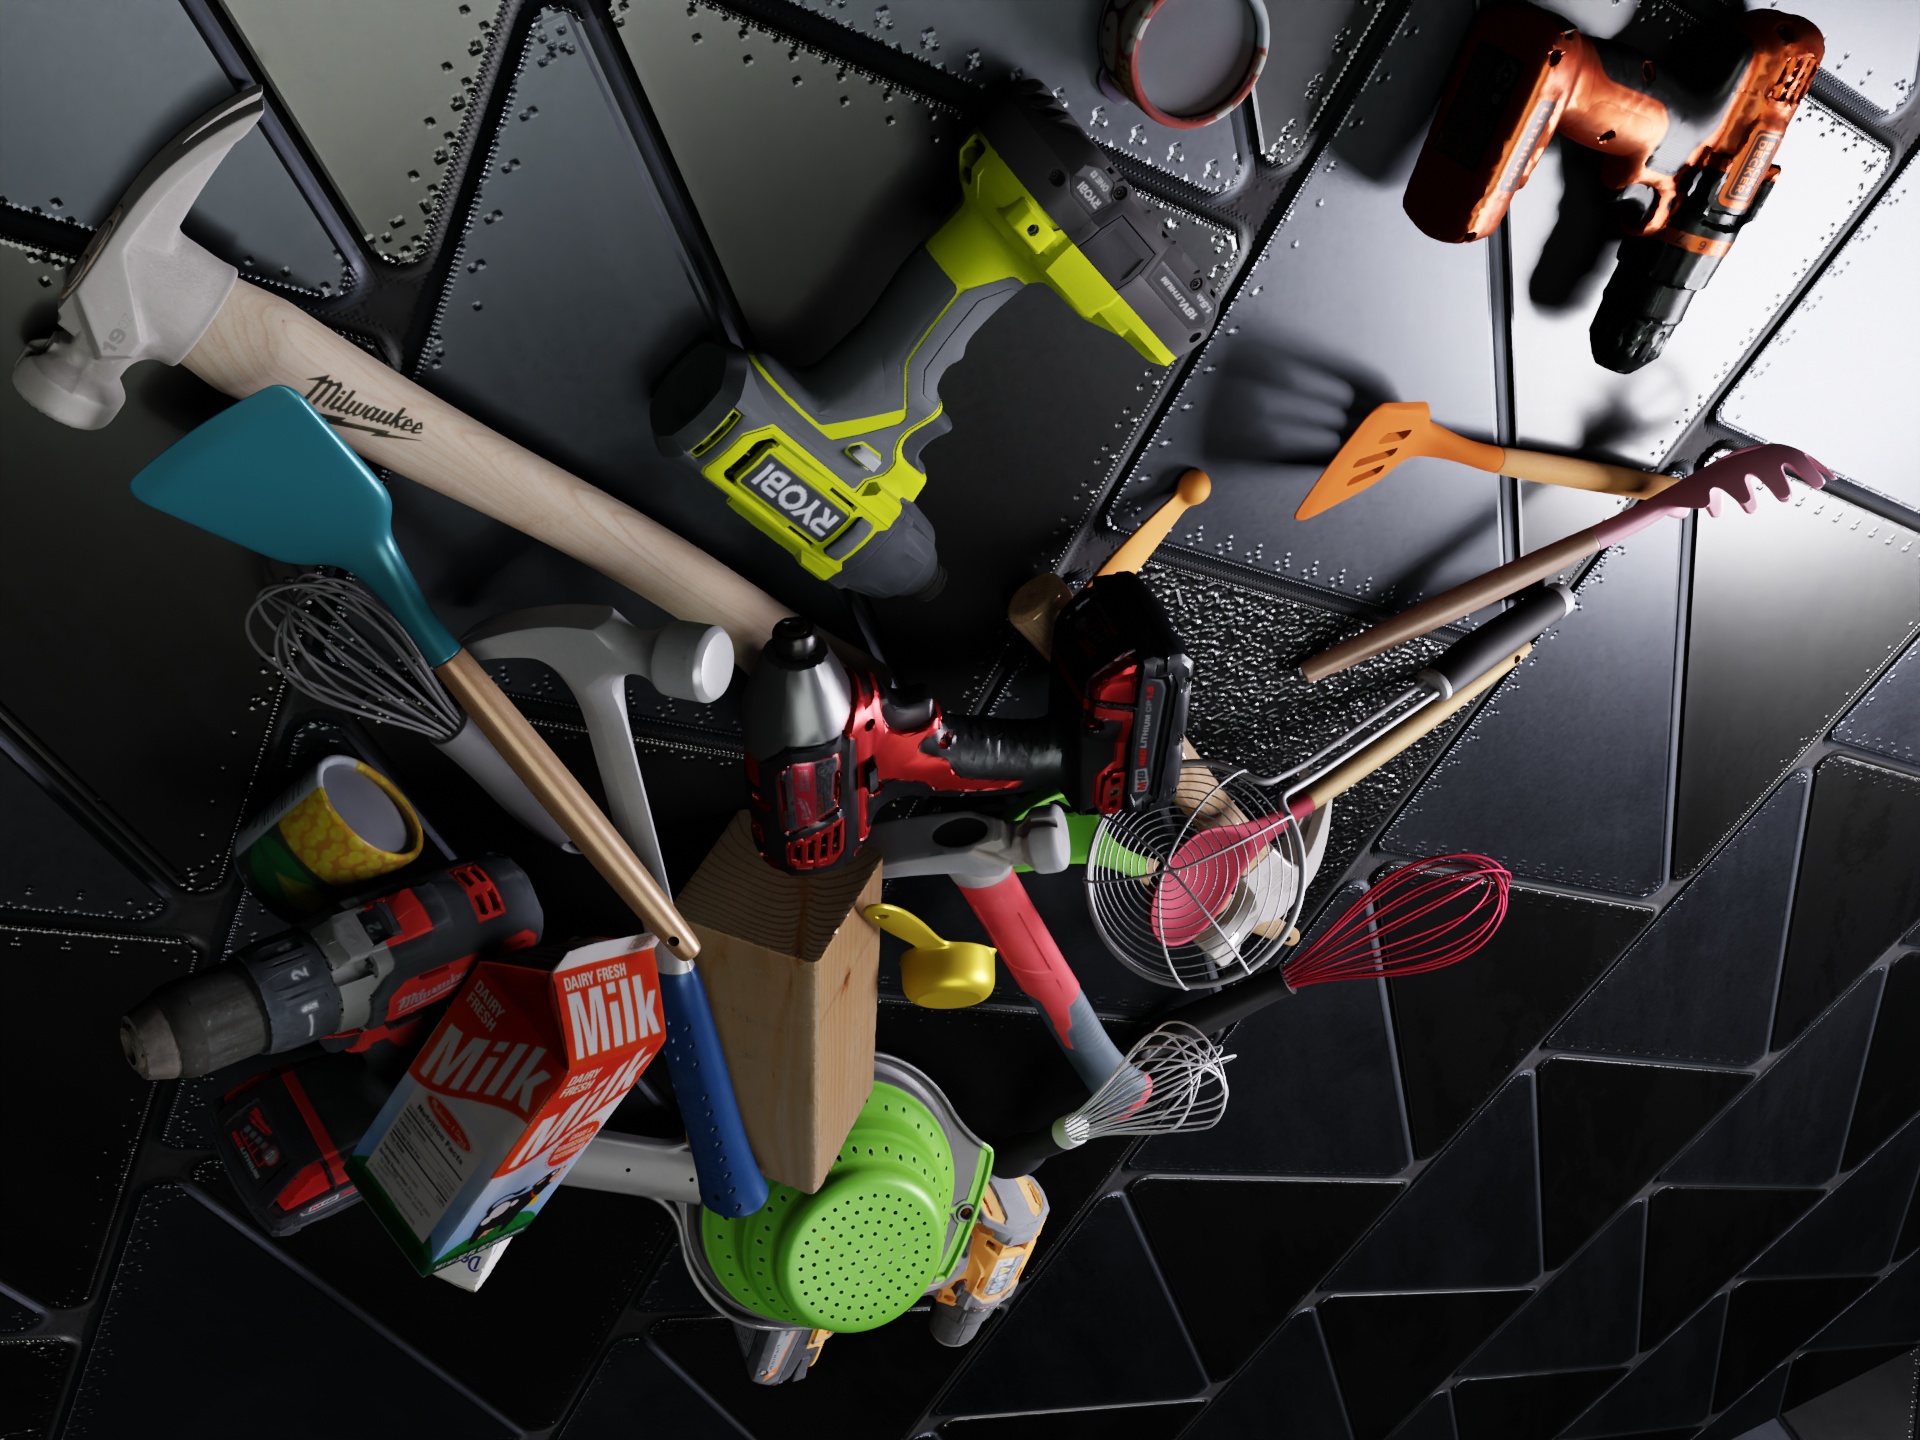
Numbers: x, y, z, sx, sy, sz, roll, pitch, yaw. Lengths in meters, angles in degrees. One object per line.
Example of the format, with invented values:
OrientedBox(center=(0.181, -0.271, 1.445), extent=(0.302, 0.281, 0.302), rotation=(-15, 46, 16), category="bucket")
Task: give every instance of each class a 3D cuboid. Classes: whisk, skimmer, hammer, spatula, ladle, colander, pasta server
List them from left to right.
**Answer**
OrientedBox(center=(-0.248, 0.006, 0.764), extent=(0.055, 0.055, 0.238), rotation=(-32, 139, 4), category="whisk")
OrientedBox(center=(-0.210, -0.002, 0.688), extent=(0.082, 0.044, 0.317), rotation=(-28, 115, 13), category="spatula")
OrientedBox(center=(-0.175, -0.101, 0.711), extent=(0.146, 0.038, 0.410), rotation=(-46, 132, 16), category="hammer")
OrientedBox(center=(-0.155, 0.114, 0.811), extent=(0.144, 0.035, 0.405), rotation=(9, 129, 19), category="hammer")
OrientedBox(center=(-0.147, 0.304, 1.000), extent=(0.396, 0.095, 0.204), rotation=(17, 96, -24), category="colander")
OrientedBox(center=(0.043, 0.173, 1.034), extent=(0.143, 0.038, 0.385), rotation=(-8, 143, 16), category="hammer")
OrientedBox(center=(0.093, 0.275, 1.091), extent=(0.070, 0.070, 0.284), rotation=(6, 150, -29), category="whisk")
OrientedBox(center=(0.127, 0.023, 0.947), extent=(0.130, 0.031, 0.331), rotation=(-45, 130, -2), category="hammer")
OrientedBox(center=(0.245, 0.172, 1.105), extent=(0.296, 0.073, 0.073), rotation=(-30, 136, 21), category="whisk")
OrientedBox(center=(0.234, 0.035, 0.981), extent=(0.315, 0.031, 0.069), rotation=(-33, 128, -13), category="ladle")
OrientedBox(center=(0.230, 0.024, 0.940), extent=(0.363, 0.127, 0.090), rotation=(-31, 151, -25), category="skimmer")
OrientedBox(center=(0.324, -0.138, 0.902), extent=(0.322, 0.041, 0.081), rotation=(3, 140, -28), category="spatula")
OrientedBox(center=(0.352, -0.088, 0.940), extent=(0.316, 0.040, 0.060), rotation=(-25, 175, 8), category="pasta server")

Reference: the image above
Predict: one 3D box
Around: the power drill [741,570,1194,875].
OrientedBox(center=(-0.001, -0.003, 0.801), extent=(0.219, 0.079, 0.143), rotation=(-10, 130, -12), category="power drill")

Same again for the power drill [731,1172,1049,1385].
OrientedBox(center=(-0.057, 0.429, 1.201), extent=(0.226, 0.084, 0.185), rotation=(-4, 132, -28), category="power drill")

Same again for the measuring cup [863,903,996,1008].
OrientedBox(center=(-0.022, 0.135, 0.903), extent=(0.062, 0.029, 0.156), rotation=(-11, 156, 15), category="measuring cup")

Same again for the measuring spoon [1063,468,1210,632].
OrientedBox(center=(0.093, -0.086, 0.841), extent=(0.117, 0.011, 0.021), rotation=(-48, 129, -2), category="measuring spoon")

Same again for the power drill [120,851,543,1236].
OrientedBox(center=(-0.315, 0.165, 0.783), extent=(0.188, 0.080, 0.226), rotation=(-21, 153, -42), category="power drill")

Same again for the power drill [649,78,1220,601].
OrientedBox(center=(-0.004, -0.156, 0.716), extent=(0.223, 0.080, 0.171), rotation=(-39, 133, 17), category="power drill")

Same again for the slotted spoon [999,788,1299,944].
OrientedBox(center=(0.130, 0.104, 1.036), extent=(0.313, 0.031, 0.070), rotation=(26, 115, -40), category="slotted spoon")
